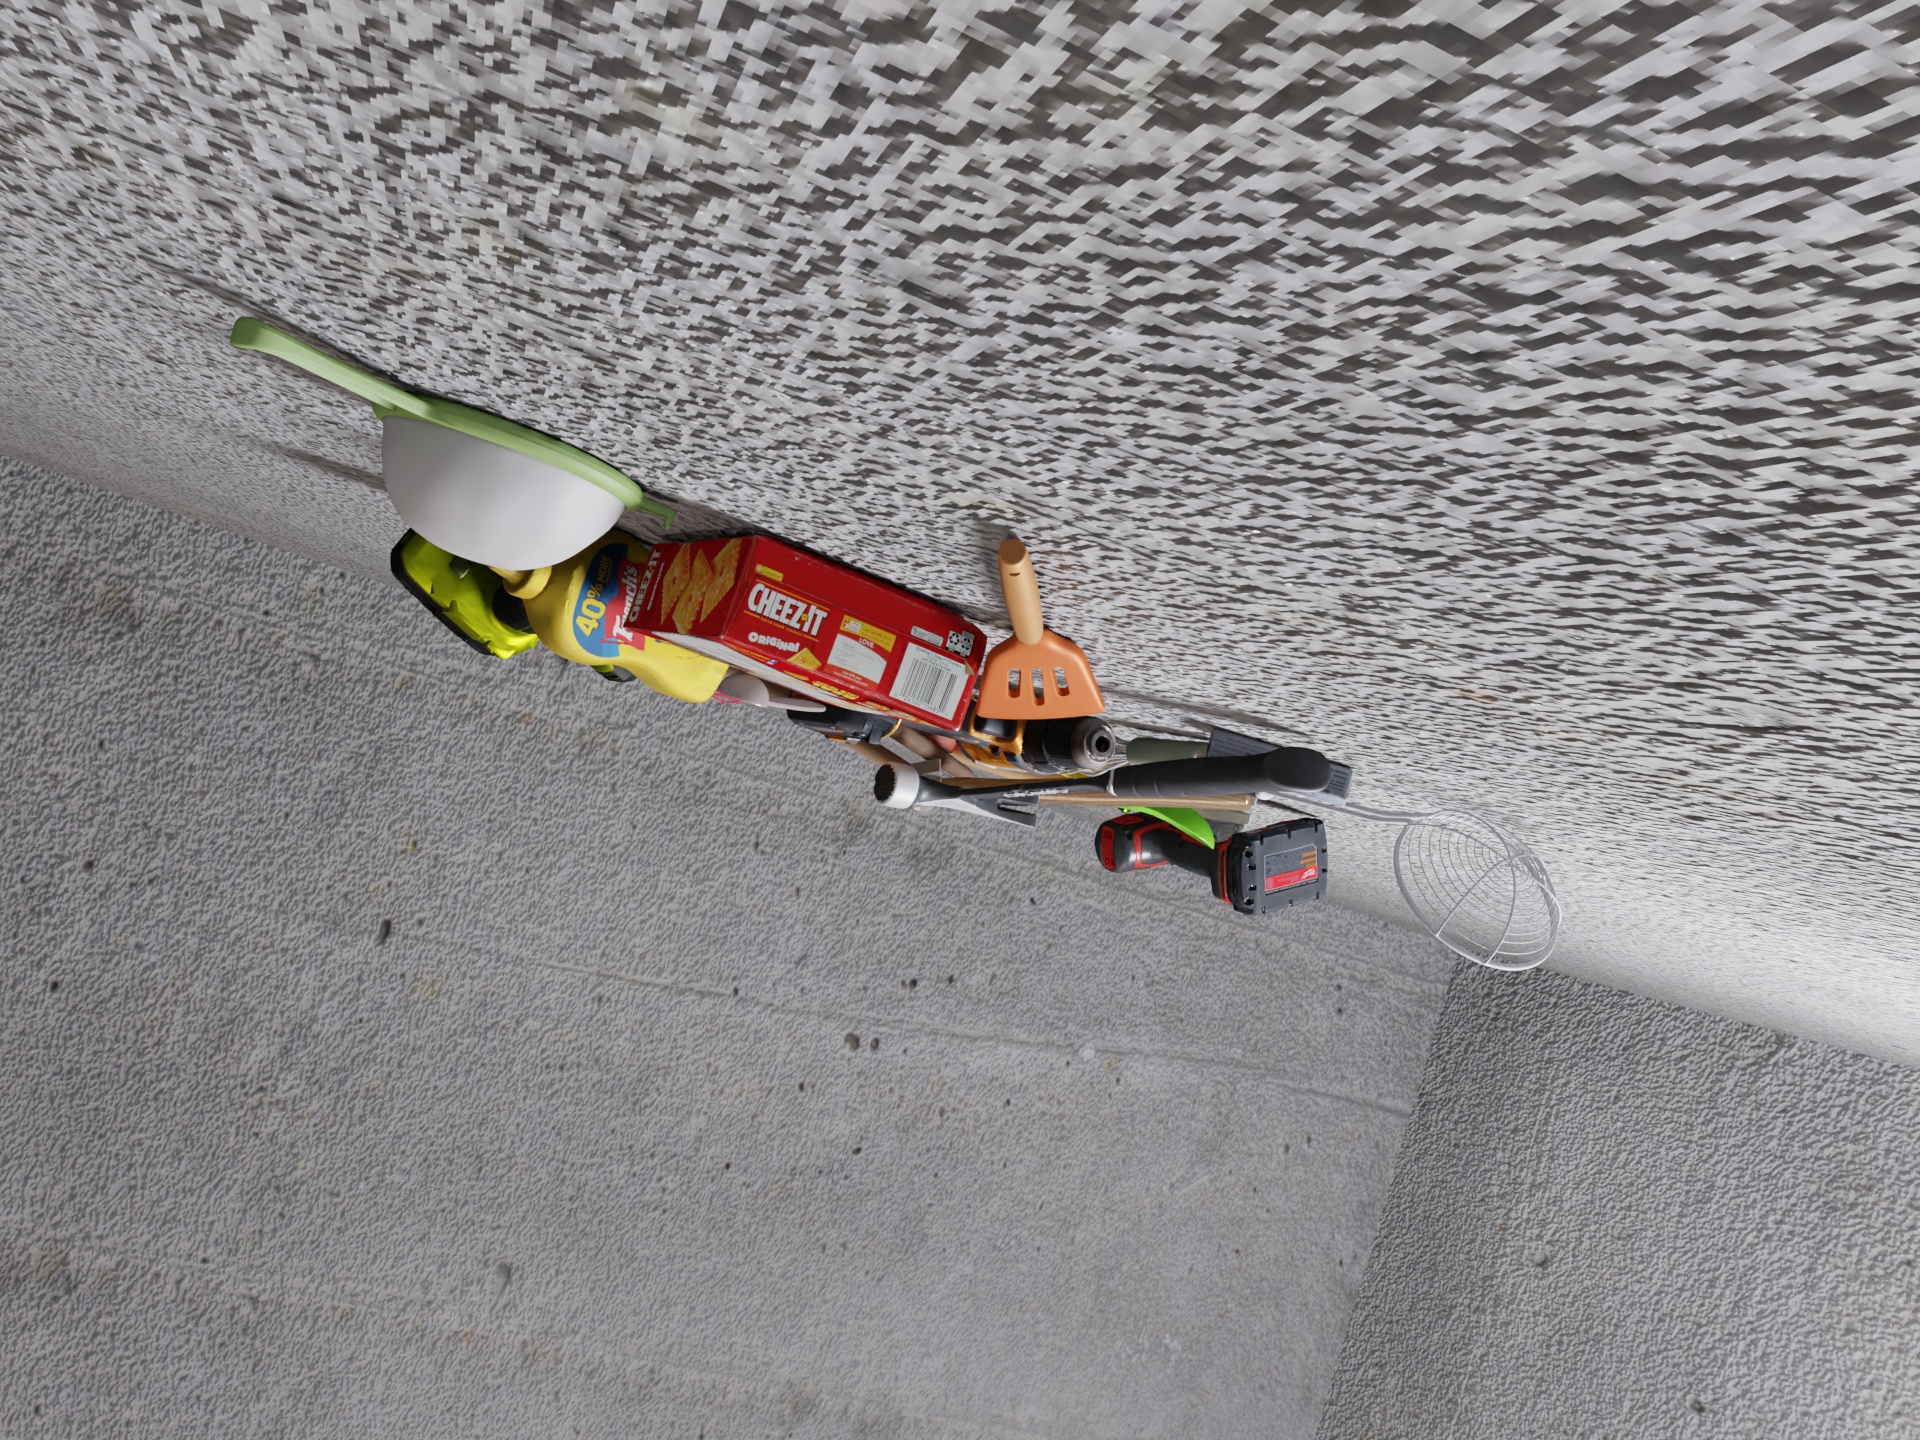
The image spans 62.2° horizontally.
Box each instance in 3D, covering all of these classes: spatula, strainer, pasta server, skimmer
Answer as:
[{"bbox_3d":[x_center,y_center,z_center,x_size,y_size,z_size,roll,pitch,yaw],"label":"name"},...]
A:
[{"bbox_3d":[0.036,-0.042,0.840,0.081,0.041,0.322,-2,172,5],"label":"spatula"},{"bbox_3d":[-0.277,-0.130,0.825,0.151,0.069,0.256,16,177,26],"label":"strainer"},{"bbox_3d":[-0.072,-0.010,1.411,0.060,0.040,0.316,7,163,36],"label":"pasta server"},{"bbox_3d":[0.281,0.092,1.212,0.127,0.090,0.363,-18,-159,-35],"label":"skimmer"}]

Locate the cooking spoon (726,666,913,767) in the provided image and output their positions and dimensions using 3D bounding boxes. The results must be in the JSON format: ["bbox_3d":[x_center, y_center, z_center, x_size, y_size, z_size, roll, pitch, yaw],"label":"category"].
[{"bbox_3d":[-0.178,-0.035,1.375,0.319,0.068,0.017,30,-140,10],"label":"cooking spoon"}]

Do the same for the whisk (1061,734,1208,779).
[{"bbox_3d":[0.142,0.026,1.304,0.059,0.058,0.246,-18,-170,-26],"label":"whisk"}]

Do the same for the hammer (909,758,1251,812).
[{"bbox_3d":[0.096,0.064,1.445,0.331,0.031,0.130,1,168,12],"label":"hammer"}]

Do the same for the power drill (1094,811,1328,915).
[{"bbox_3d":[0.274,0.129,1.640,0.188,0.080,0.227,-9,-169,-34],"label":"power drill"}]

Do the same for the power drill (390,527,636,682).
[{"bbox_3d":[-0.341,-0.108,1.218,0.223,0.080,0.171,8,148,51],"label":"power drill"}]

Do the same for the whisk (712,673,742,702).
[{"bbox_3d":[-0.272,-0.060,1.551,0.073,0.073,0.295,16,-178,29],"label":"whisk"}]

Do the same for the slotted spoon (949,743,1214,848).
[{"bbox_3d":[0.098,0.061,1.527,0.314,0.031,0.070,17,173,20],"label":"slotted spoon"}]

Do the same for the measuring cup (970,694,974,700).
[{"bbox_3d":[0.017,0.014,1.422,0.062,0.029,0.156,-25,132,40],"label":"measuring cup"}]

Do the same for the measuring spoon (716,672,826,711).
[{"bbox_3d":[-0.120,-0.019,1.058,0.034,0.018,0.124,20,-176,23],"label":"measuring spoon"}]

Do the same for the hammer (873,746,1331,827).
[{"bbox_3d":[0.106,0.049,1.174,0.149,0.036,0.409,13,168,-35],"label":"hammer"}]

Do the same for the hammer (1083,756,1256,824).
[{"bbox_3d":[0.086,0.022,1.495,0.410,0.038,0.146,20,174,-24],"label":"hammer"}]

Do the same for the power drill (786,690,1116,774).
[{"bbox_3d":[-0.002,-0.004,1.268,0.226,0.084,0.185,16,175,-29],"label":"power drill"}]
